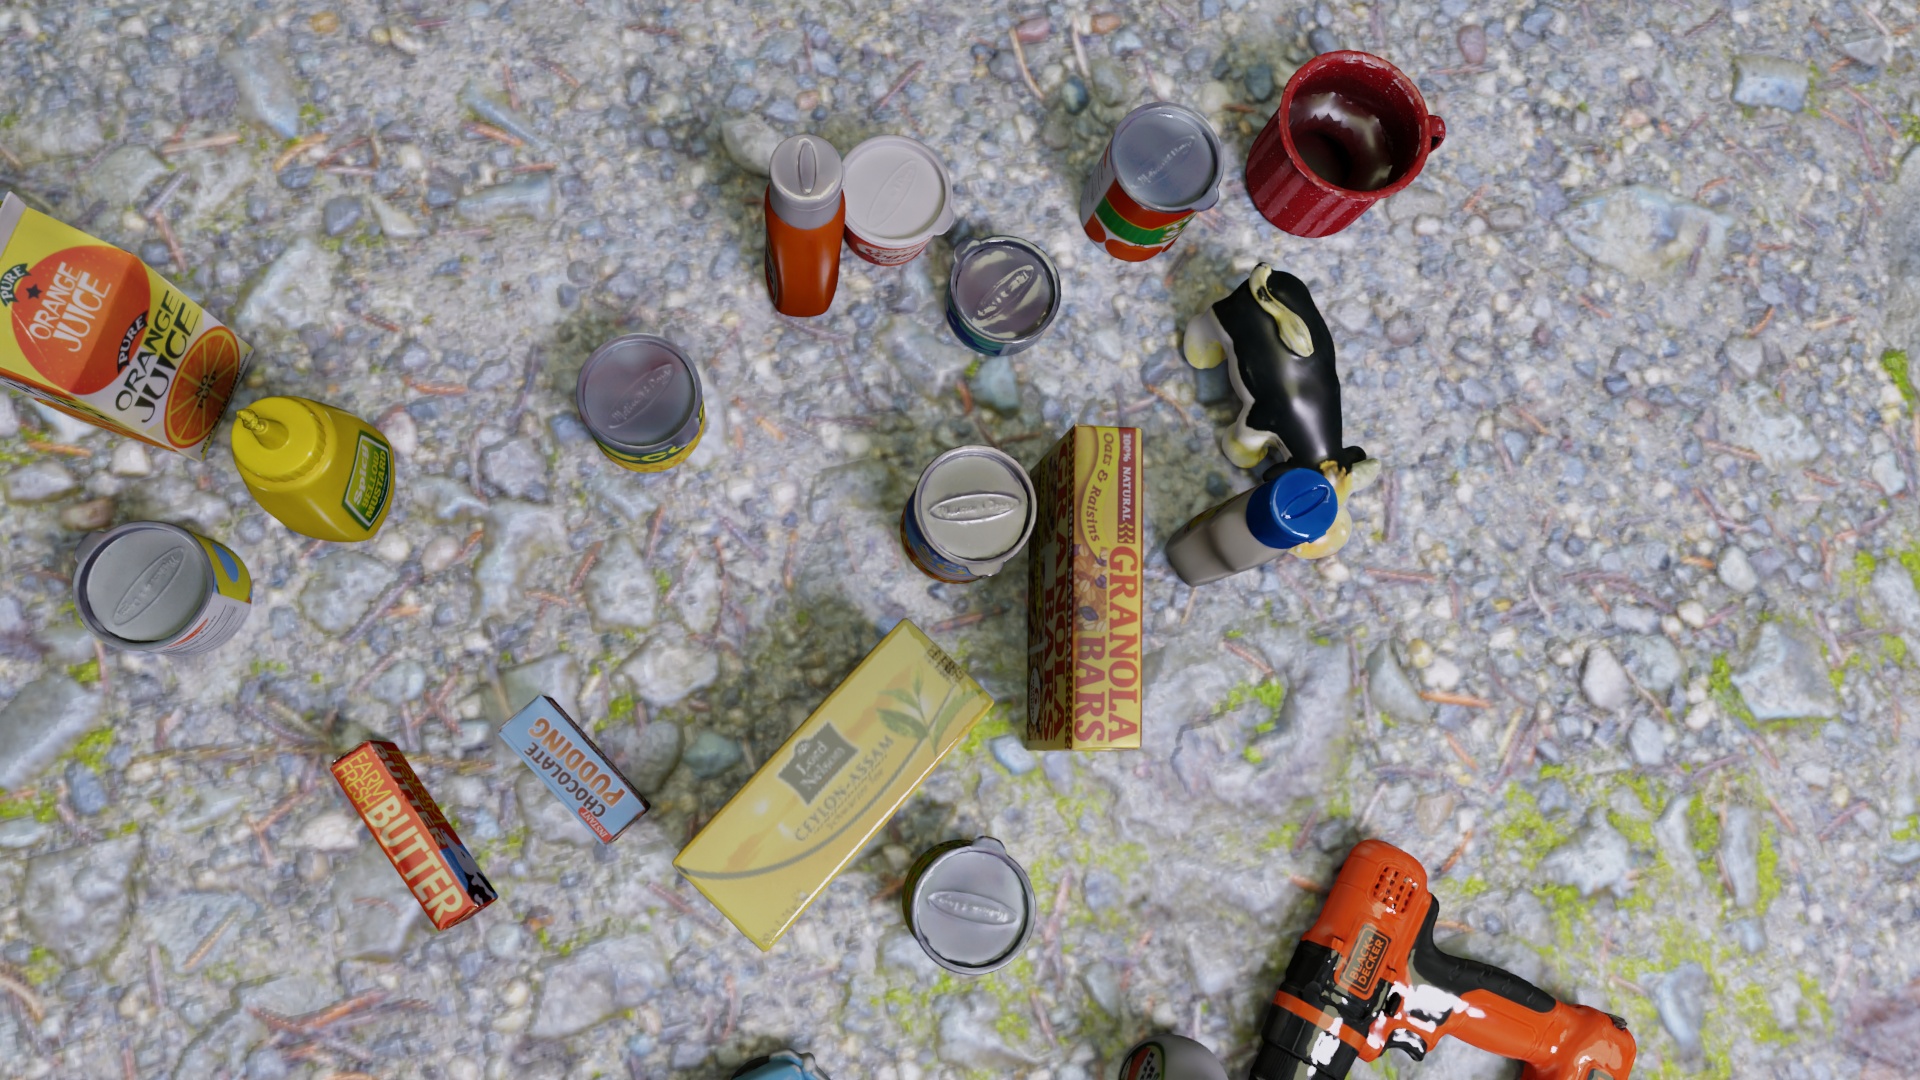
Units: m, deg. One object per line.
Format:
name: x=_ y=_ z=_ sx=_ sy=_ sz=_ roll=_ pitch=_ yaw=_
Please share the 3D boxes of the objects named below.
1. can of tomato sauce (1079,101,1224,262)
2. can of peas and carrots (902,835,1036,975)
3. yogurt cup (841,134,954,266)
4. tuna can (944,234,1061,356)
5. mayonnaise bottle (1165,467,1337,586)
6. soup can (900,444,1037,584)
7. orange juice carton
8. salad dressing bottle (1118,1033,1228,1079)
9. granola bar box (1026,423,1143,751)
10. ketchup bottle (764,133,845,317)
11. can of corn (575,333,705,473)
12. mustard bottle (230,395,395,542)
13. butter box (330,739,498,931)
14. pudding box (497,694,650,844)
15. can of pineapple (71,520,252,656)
can of tomato sauce: x=0.112 y=-0.208 z=0.819 sx=0.071 sy=0.083 sz=0.071 roll=1 pitch=81 yaw=-8
can of peas and carrots: x=0.004 y=0.193 z=0.749 sx=0.071 sy=0.058 sz=0.071 roll=1 pitch=81 yaw=-8
yogurt cup: x=-0.041 y=-0.195 z=0.811 sx=0.072 sy=0.054 sz=0.072 roll=1 pitch=81 yaw=-8
tuna can: x=0.022 y=-0.146 z=0.822 sx=0.071 sy=0.032 sz=0.071 roll=1 pitch=80 yaw=-8
mayonnaise bottle: x=0.161 y=-0.008 z=0.759 sx=0.065 sy=0.148 sz=0.041 roll=-31 pitch=86 yaw=-11
soup can: x=0.003 y=-0.010 z=0.770 sx=0.071 sy=0.083 sz=0.071 roll=1 pitch=81 yaw=-8
orange juice carton: x=-0.423 y=-0.101 z=0.670 sx=0.073 sy=0.192 sz=0.072 roll=20 pitch=79 yaw=-4
salad dressing bottle: x=0.118 y=0.292 z=0.703 sx=0.044 sy=0.147 sz=0.064 roll=15 pitch=79 yaw=-5
granola bar box: x=0.066 y=0.031 z=0.752 sx=0.039 sy=0.124 sz=0.165 roll=3 pitch=80 yaw=-7
ketchup bottle: x=-0.084 y=-0.172 z=0.752 sx=0.043 sy=0.148 sz=0.065 roll=-2 pitch=81 yaw=-8
can of corn: x=-0.173 y=-0.073 z=0.769 sx=0.071 sy=0.058 sz=0.071 roll=1 pitch=81 yaw=-8
mustard bottle: x=-0.324 y=-0.039 z=0.690 sx=0.049 sy=0.160 sz=0.065 roll=9 pitch=80 yaw=-6
butter box: x=-0.282 y=0.152 z=0.719 sx=0.024 sy=0.053 sz=0.103 roll=-35 pitch=87 yaw=-11
pudding box: x=-0.204 y=0.121 z=0.737 sx=0.030 sy=0.049 sz=0.084 roll=-43 pitch=88 yaw=-12
can of pineapple: x=-0.412 y=0.025 z=0.720 sx=0.071 sy=0.057 sz=0.071 roll=1 pitch=81 yaw=-8
